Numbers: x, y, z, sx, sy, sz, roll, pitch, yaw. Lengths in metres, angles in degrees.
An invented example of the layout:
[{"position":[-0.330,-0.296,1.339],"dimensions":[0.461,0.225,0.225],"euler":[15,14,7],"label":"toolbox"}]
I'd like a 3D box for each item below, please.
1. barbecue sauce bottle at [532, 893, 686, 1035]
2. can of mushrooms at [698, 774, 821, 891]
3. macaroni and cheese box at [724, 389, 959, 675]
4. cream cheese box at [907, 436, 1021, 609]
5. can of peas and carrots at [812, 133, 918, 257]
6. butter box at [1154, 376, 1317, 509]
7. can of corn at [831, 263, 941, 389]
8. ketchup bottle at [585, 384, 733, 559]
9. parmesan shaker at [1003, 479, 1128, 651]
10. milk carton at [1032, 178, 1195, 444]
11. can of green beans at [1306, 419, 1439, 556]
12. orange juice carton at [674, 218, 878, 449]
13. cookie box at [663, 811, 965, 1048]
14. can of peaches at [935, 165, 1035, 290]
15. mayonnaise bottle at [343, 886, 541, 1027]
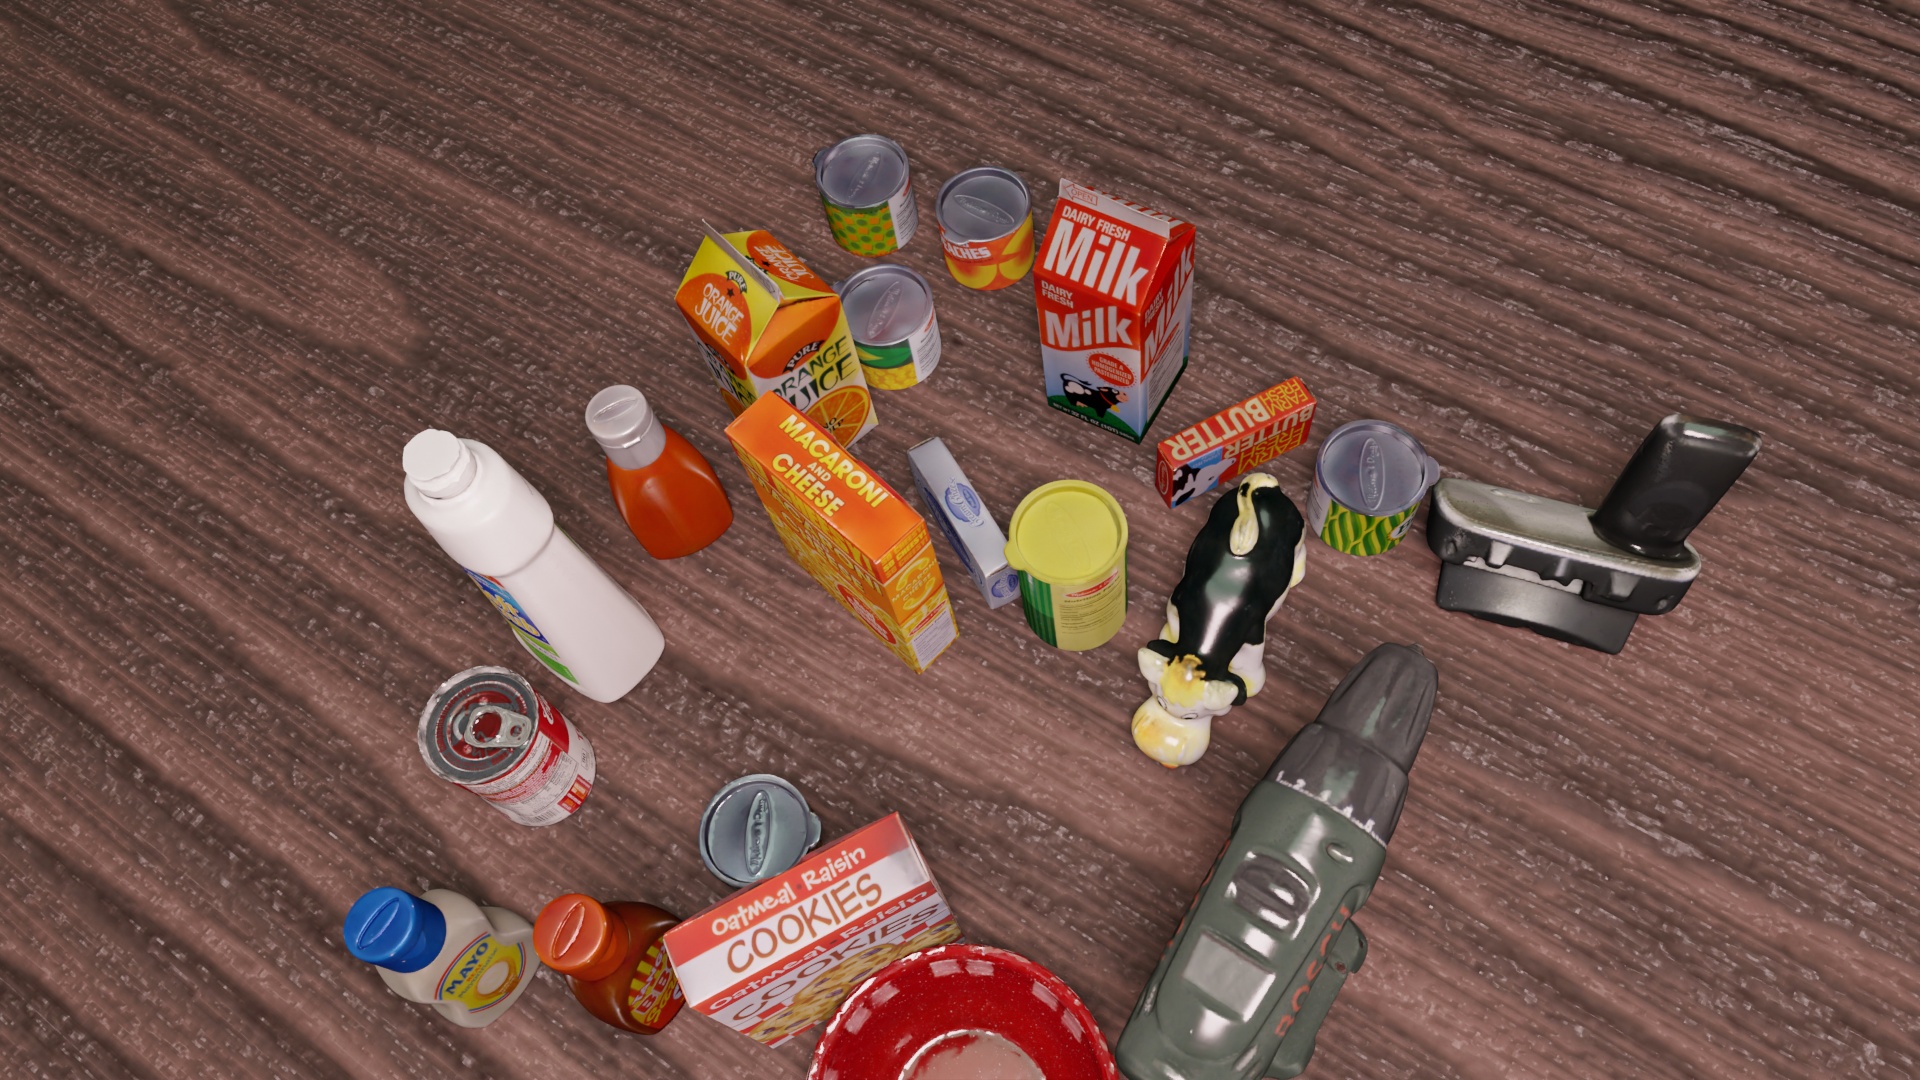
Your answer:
[{"position":[-0.179,0.217,0.724],"dimensions":[0.044,0.148,0.065],"euler":[18,68,15],"label":"barbecue sauce bottle"},{"position":[-0.113,0.172,0.803],"dimensions":[0.071,0.033,0.071],"euler":[-3,63,5],"label":"can of mushrooms"},{"position":[-0.064,-0.002,0.810],"dimensions":[0.124,0.165,0.040],"euler":[40,75,22],"label":"macaroni and cheese box"},{"position":[0.003,-0.011,0.870],"dimensions":[0.024,0.053,0.104],"euler":[-29,64,-8],"label":"cream cheese box"},{"position":[-0.068,-0.246,0.992],"dimensions":[0.071,0.058,0.071],"euler":[-3,64,5],"label":"can of peas and carrots"},{"position":[0.172,-0.062,0.876],"dimensions":[0.103,0.053,0.024],"euler":[-26,64,-7],"label":"butter box"},{"position":[-0.050,-0.144,0.940],"dimensions":[0.071,0.058,0.071],"euler":[-3,64,5],"label":"can of corn"},{"position":[-0.187,-0.041,0.853],"dimensions":[0.065,0.148,0.043],"euler":[-28,64,-7],"label":"ketchup bottle"},{"position":[0.063,0.018,0.821],"dimensions":[0.071,0.102,0.071],"euler":[-3,64,5],"label":"parmesan shaker"},{"position":[0.095,-0.146,0.850],"dimensions":[0.072,0.189,0.074],"euler":[26,70,18],"label":"milk carton"},{"position":[0.248,-0.031,0.850],"dimensions":[0.071,0.057,0.071],"euler":[-3,64,5],"label":"can of green beans"},{"position":[-0.114,-0.120,0.859],"dimensions":[0.073,0.192,0.072],"euler":[-40,66,-13],"label":"orange juice carton"},{"position":[-0.067,0.202,0.708],"dimensions":[0.123,0.166,0.040],"euler":[-27,64,-7],"label":"cookie box"},{"position":[0.017,-0.215,0.967],"dimensions":[0.071,0.058,0.071],"euler":[-3,64,5],"label":"can of peaches"},{"position":[-0.273,0.217,0.735],"dimensions":[0.041,0.147,0.065],"euler":[29,71,19],"label":"mayonnaise bottle"}]
